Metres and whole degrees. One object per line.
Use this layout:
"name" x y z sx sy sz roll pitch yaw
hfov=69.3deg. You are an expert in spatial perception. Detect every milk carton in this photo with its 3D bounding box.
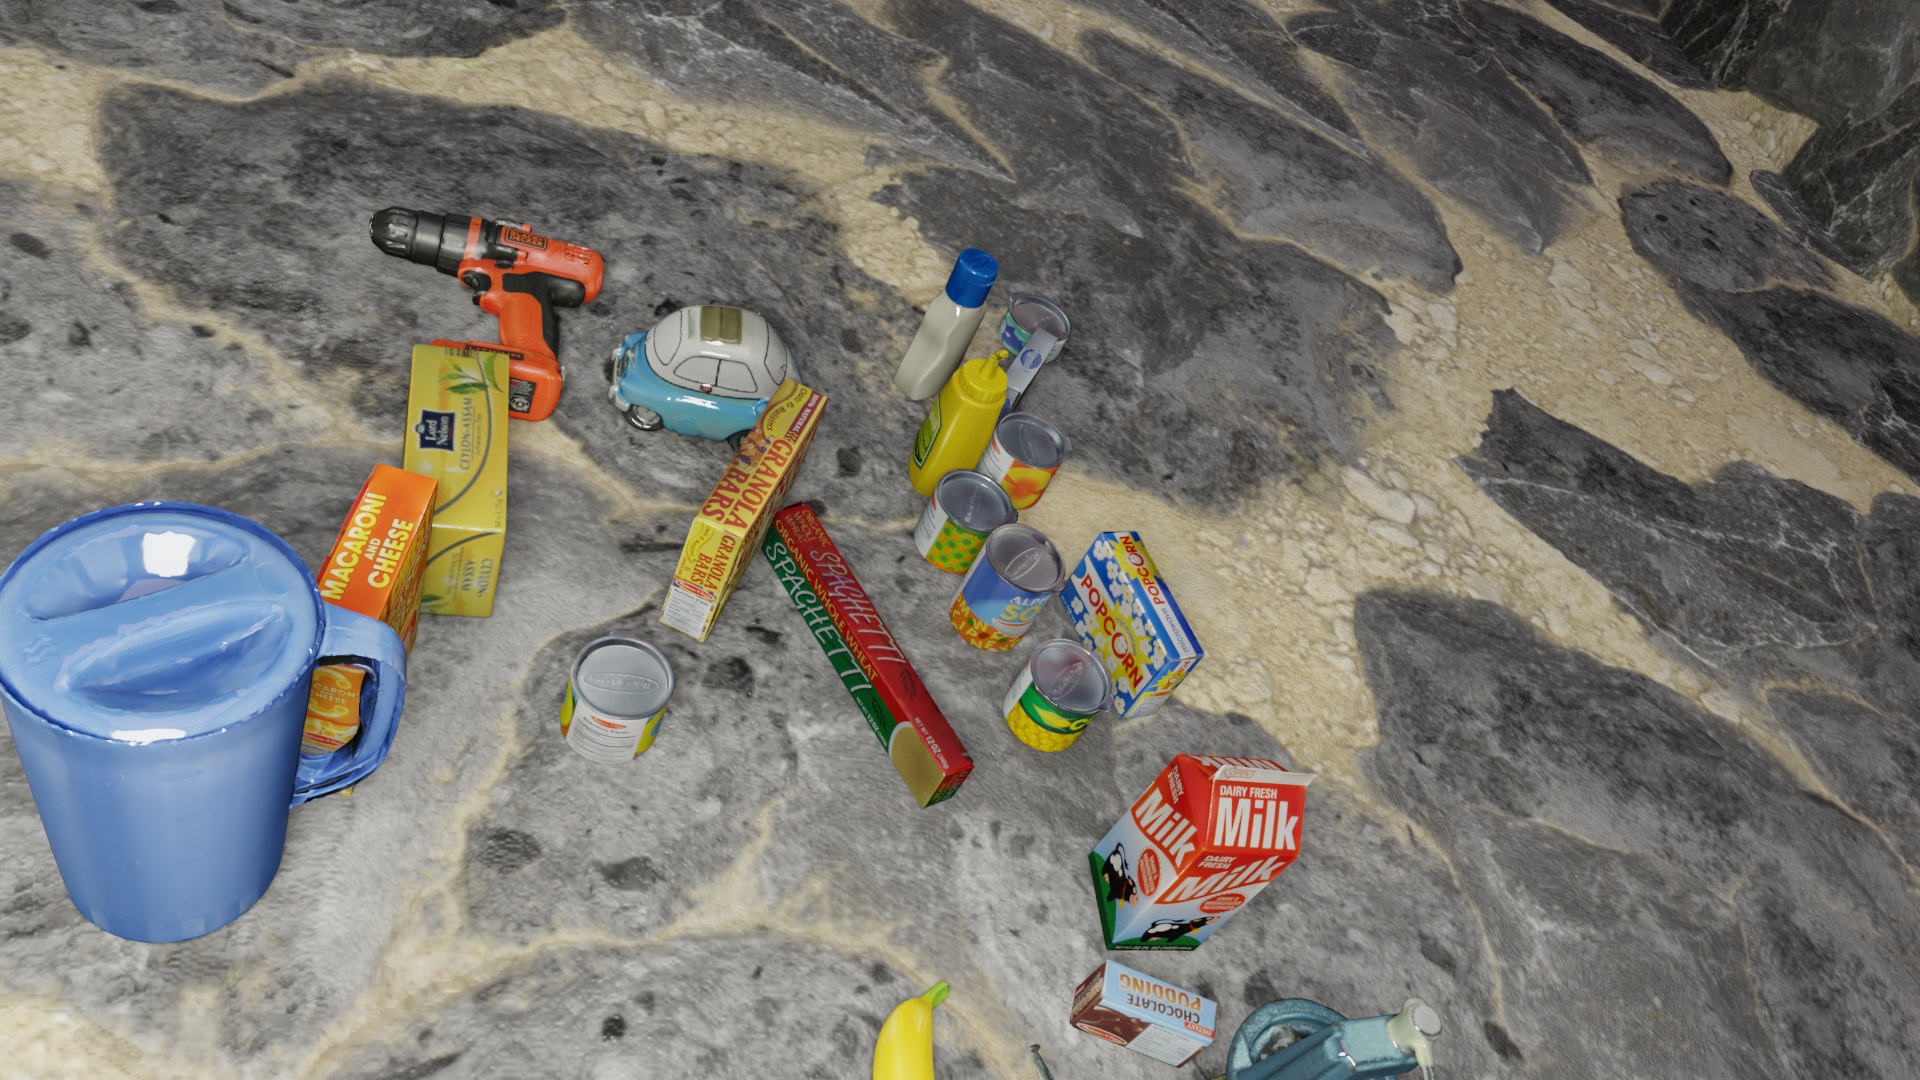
"milk carton" 0.160 0.202 0.928 0.072 0.189 0.074 8 48 -21

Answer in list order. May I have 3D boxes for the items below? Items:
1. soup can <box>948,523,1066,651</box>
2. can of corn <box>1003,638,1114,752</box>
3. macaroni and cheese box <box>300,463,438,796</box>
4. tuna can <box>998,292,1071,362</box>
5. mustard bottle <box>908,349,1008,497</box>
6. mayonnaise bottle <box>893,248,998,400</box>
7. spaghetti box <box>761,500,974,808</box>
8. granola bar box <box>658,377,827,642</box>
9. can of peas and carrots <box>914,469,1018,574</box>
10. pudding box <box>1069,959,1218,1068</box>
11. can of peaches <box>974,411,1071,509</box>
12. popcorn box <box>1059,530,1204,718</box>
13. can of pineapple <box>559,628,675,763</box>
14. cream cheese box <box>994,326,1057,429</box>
"soup can" 0.037 0.040 1.086 0.071 0.083 0.072 14 46 -15
"can of corn" 0.074 0.120 1.052 0.071 0.058 0.071 14 46 -15
"macaroni and cheese box" -0.352 0.055 0.817 0.040 0.165 0.124 16 46 -13
"tuna can" 0.071 -0.208 1.360 0.071 0.032 0.071 14 46 -15
"mustard bottle" 0.003 -0.103 1.141 0.049 0.159 0.065 11 47 -18
"mayonnaise bottle" -0.010 -0.190 1.221 0.041 0.147 0.065 43 46 13
"spaghetti box" -0.073 0.079 1.019 0.029 0.050 0.251 -16 60 -36
"granola bar box" -0.157 -0.023 1.015 0.039 0.123 0.166 26 44 -4
"can of peas and carrots" 0.004 -0.014 1.135 0.071 0.058 0.071 14 46 -15
"pudding box" 0.120 0.311 0.910 0.084 0.049 0.030 23 45 -7
"can of peaches" 0.053 -0.069 1.209 0.071 0.057 0.071 14 46 -15
"popcorn box" 0.134 0.066 1.110 0.038 0.084 0.127 -5 54 -30
"can of pineapple" -0.226 0.104 0.914 0.071 0.057 0.071 14 46 -15
"cream cheese box" 0.054 -0.150 1.285 0.024 0.053 0.104 31 44 1
